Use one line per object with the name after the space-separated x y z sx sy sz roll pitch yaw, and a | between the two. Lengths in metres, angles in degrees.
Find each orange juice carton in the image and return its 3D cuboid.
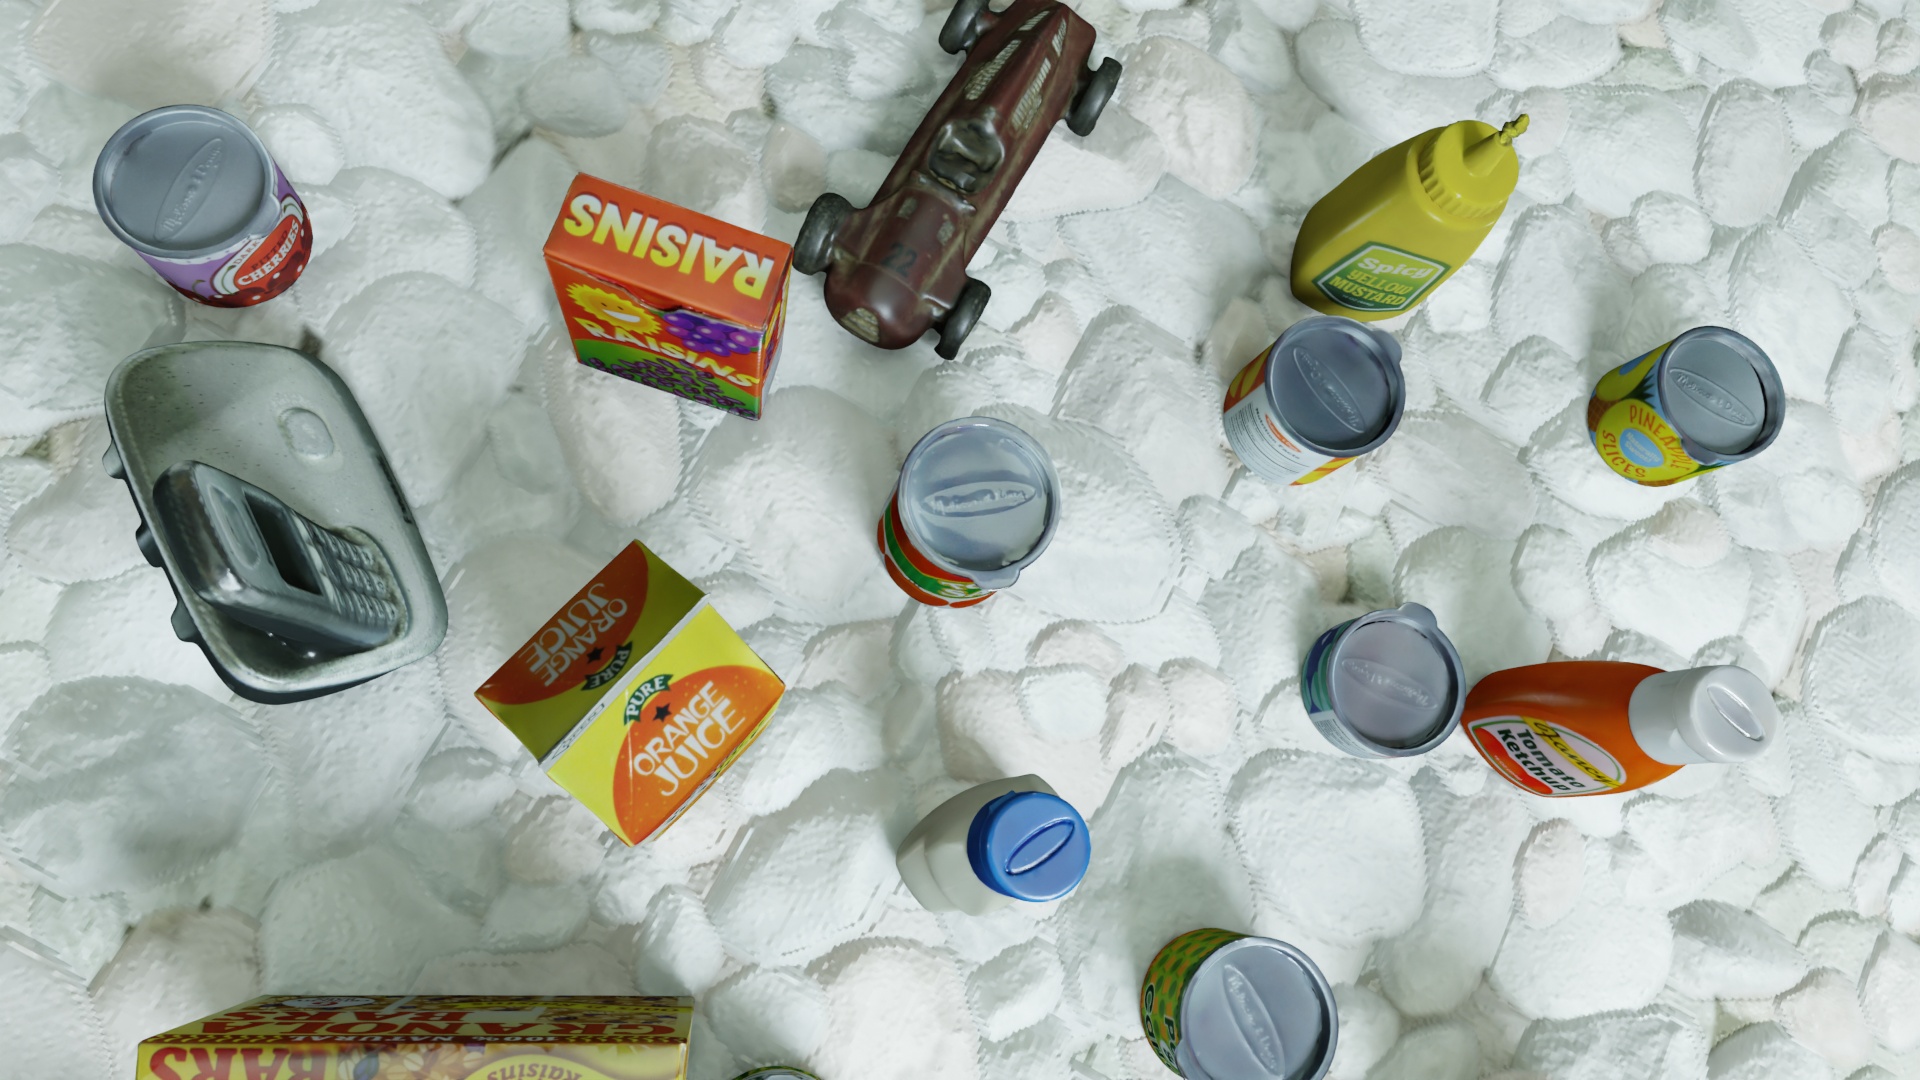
-0.113 0.058 0.496 0.073 0.192 0.072 44 75 1 | orange juice carton

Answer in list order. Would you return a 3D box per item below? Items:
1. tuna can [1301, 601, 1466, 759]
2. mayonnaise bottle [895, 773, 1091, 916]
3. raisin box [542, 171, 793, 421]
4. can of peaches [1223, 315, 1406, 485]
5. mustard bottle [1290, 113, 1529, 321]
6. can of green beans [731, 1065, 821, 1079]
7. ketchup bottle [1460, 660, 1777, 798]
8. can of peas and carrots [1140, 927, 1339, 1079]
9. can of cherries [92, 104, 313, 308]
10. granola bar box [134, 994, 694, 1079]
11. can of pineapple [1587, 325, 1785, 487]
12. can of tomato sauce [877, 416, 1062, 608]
0.192 0.064 0.630 0.071 0.032 0.071 2 78 -9 | tuna can
0.014 0.116 0.528 0.065 0.147 0.041 -33 86 -14 | mayonnaise bottle
-0.116 -0.094 0.564 0.086 0.123 0.040 19 76 -5 | raisin box
0.163 -0.064 0.640 0.071 0.058 0.071 2 78 -9 | can of peaches
0.200 -0.144 0.611 0.065 0.160 0.049 14 76 -7 | mustard bottle
-0.071 0.240 0.533 0.071 0.057 0.071 2 78 -9 | can of green beans
0.273 0.077 0.582 0.065 0.148 0.043 43 75 1 | ketchup bottle
0.111 0.197 0.574 0.071 0.058 0.071 2 78 -9 | can of peas and carrots
-0.308 -0.134 0.573 0.071 0.058 0.071 2 78 -9 | can of cherries
-0.180 0.188 0.491 0.166 0.124 0.039 3 78 -9 | granola bar box
0.348 -0.062 0.672 0.071 0.057 0.071 2 78 -9 | can of pineapple
0.002 -0.007 0.587 0.071 0.083 0.071 2 78 -9 | can of tomato sauce
